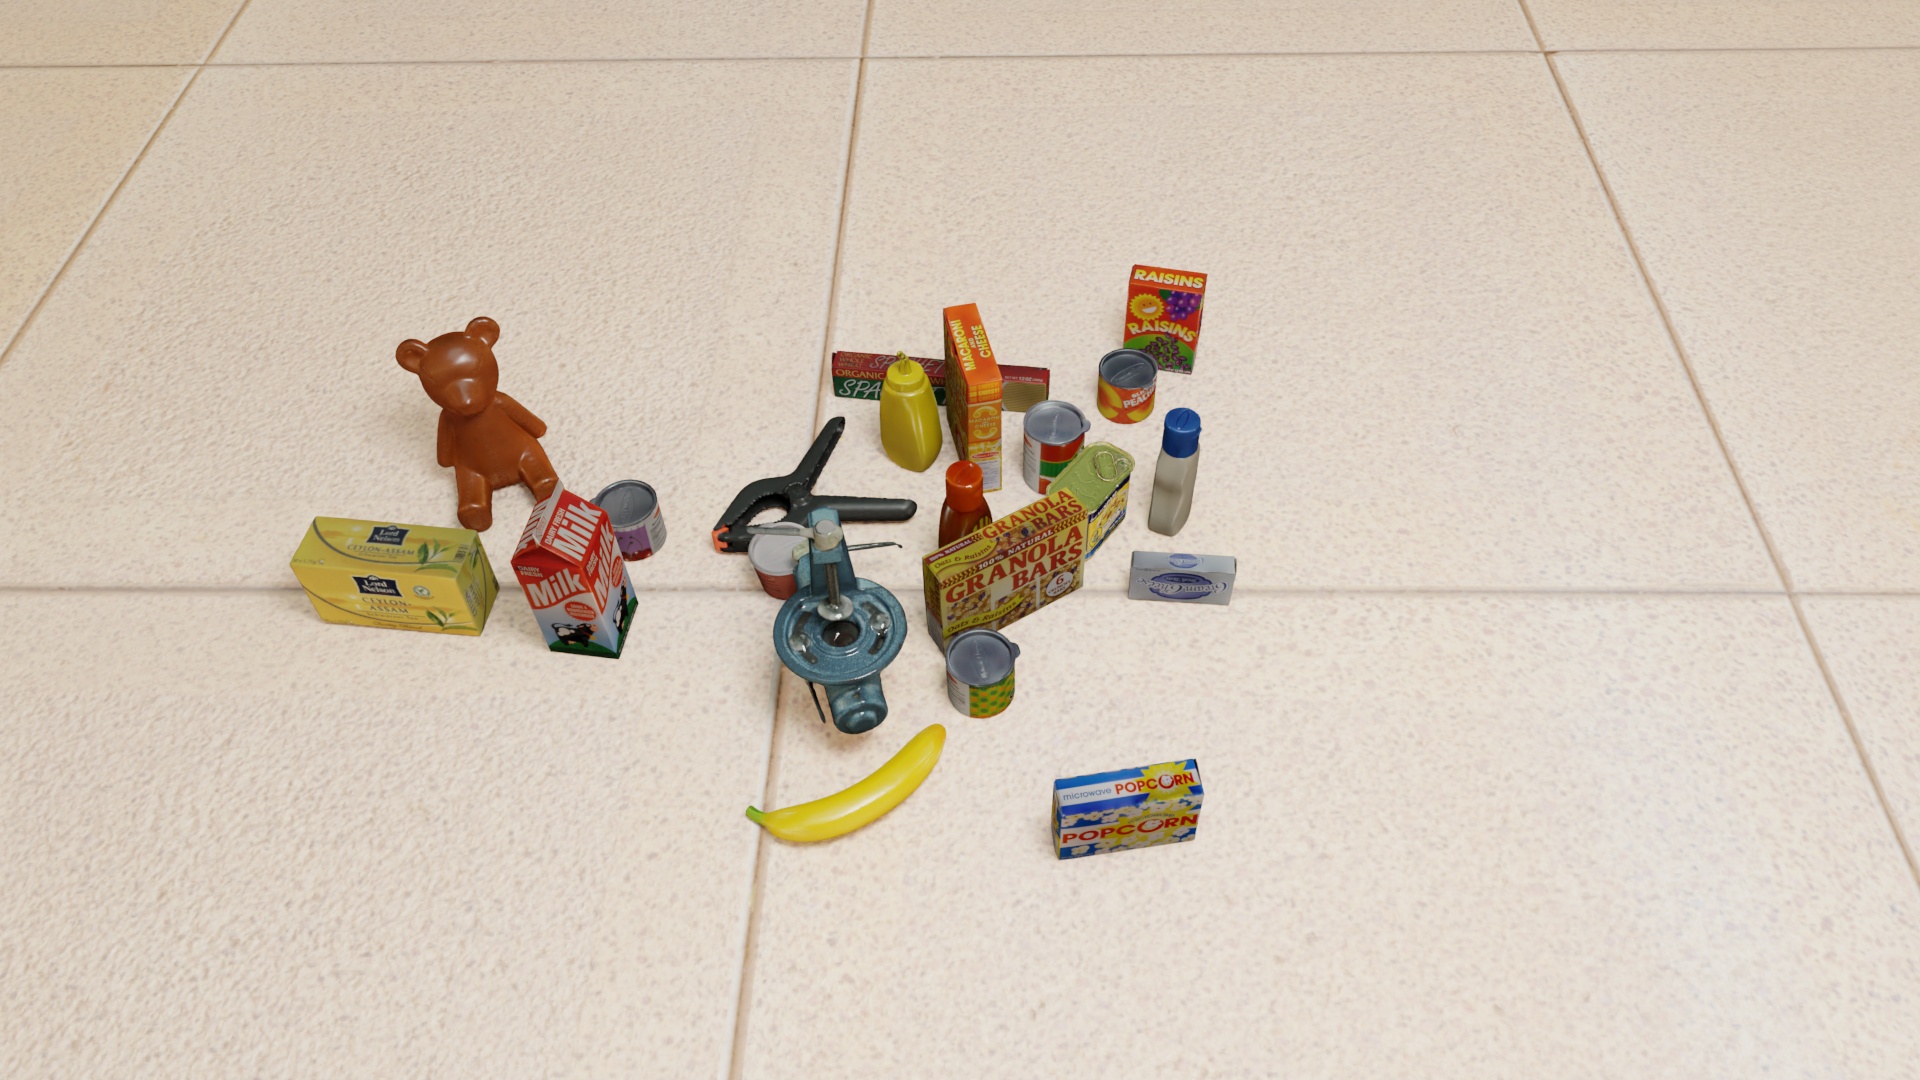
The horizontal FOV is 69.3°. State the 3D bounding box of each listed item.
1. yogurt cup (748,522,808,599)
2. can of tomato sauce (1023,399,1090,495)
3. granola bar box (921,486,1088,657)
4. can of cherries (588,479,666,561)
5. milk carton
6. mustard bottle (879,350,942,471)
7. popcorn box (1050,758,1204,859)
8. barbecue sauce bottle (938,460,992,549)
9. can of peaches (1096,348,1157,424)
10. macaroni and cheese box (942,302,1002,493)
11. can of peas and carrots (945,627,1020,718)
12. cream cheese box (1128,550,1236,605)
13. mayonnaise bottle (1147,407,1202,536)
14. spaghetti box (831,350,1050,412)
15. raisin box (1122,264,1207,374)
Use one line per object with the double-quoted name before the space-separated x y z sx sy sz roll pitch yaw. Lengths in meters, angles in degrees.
"yogurt cup" -0.179 0.023 1.413 0.072 0.053 0.073 -1 50 1
"can of tomato sauce" 0.102 -0.098 1.487 0.071 0.082 0.071 -1 50 1
"granola bar box" 0.044 0.031 1.354 0.166 0.123 0.039 -26 54 -19
"can of cherries" -0.347 -0.021 1.452 0.071 0.058 0.072 -1 50 1
"milk carton" -0.370 0.029 1.325 0.073 0.189 0.073 5 51 7
"mustard bottle" -0.054 -0.143 1.480 0.065 0.159 0.049 25 55 21
"popcorn box" 0.143 0.234 1.205 0.127 0.084 0.038 -8 50 -5
"barbecue sauce bottle" 0.005 -0.017 1.380 0.044 0.147 0.065 31 58 25
"can of peaches" 0.188 -0.172 1.562 0.071 0.057 0.071 -1 50 1
"macaroni and cheese box" 0.012 -0.149 1.478 0.040 0.165 0.124 -11 51 -7
"can of peas and carrots" 0.022 0.126 1.317 0.071 0.058 0.071 -1 50 1
"cream cheese box" 0.221 0.037 1.388 0.104 0.053 0.024 3 50 5
"mayonnaise bottle" 0.220 -0.073 1.419 0.041 0.147 0.065 19 53 17
"spaghetti box" -0.024 -0.180 1.581 0.250 0.050 0.029 5 51 6
"raisin box" 0.232 -0.252 1.586 0.086 0.122 0.040 11 51 11
